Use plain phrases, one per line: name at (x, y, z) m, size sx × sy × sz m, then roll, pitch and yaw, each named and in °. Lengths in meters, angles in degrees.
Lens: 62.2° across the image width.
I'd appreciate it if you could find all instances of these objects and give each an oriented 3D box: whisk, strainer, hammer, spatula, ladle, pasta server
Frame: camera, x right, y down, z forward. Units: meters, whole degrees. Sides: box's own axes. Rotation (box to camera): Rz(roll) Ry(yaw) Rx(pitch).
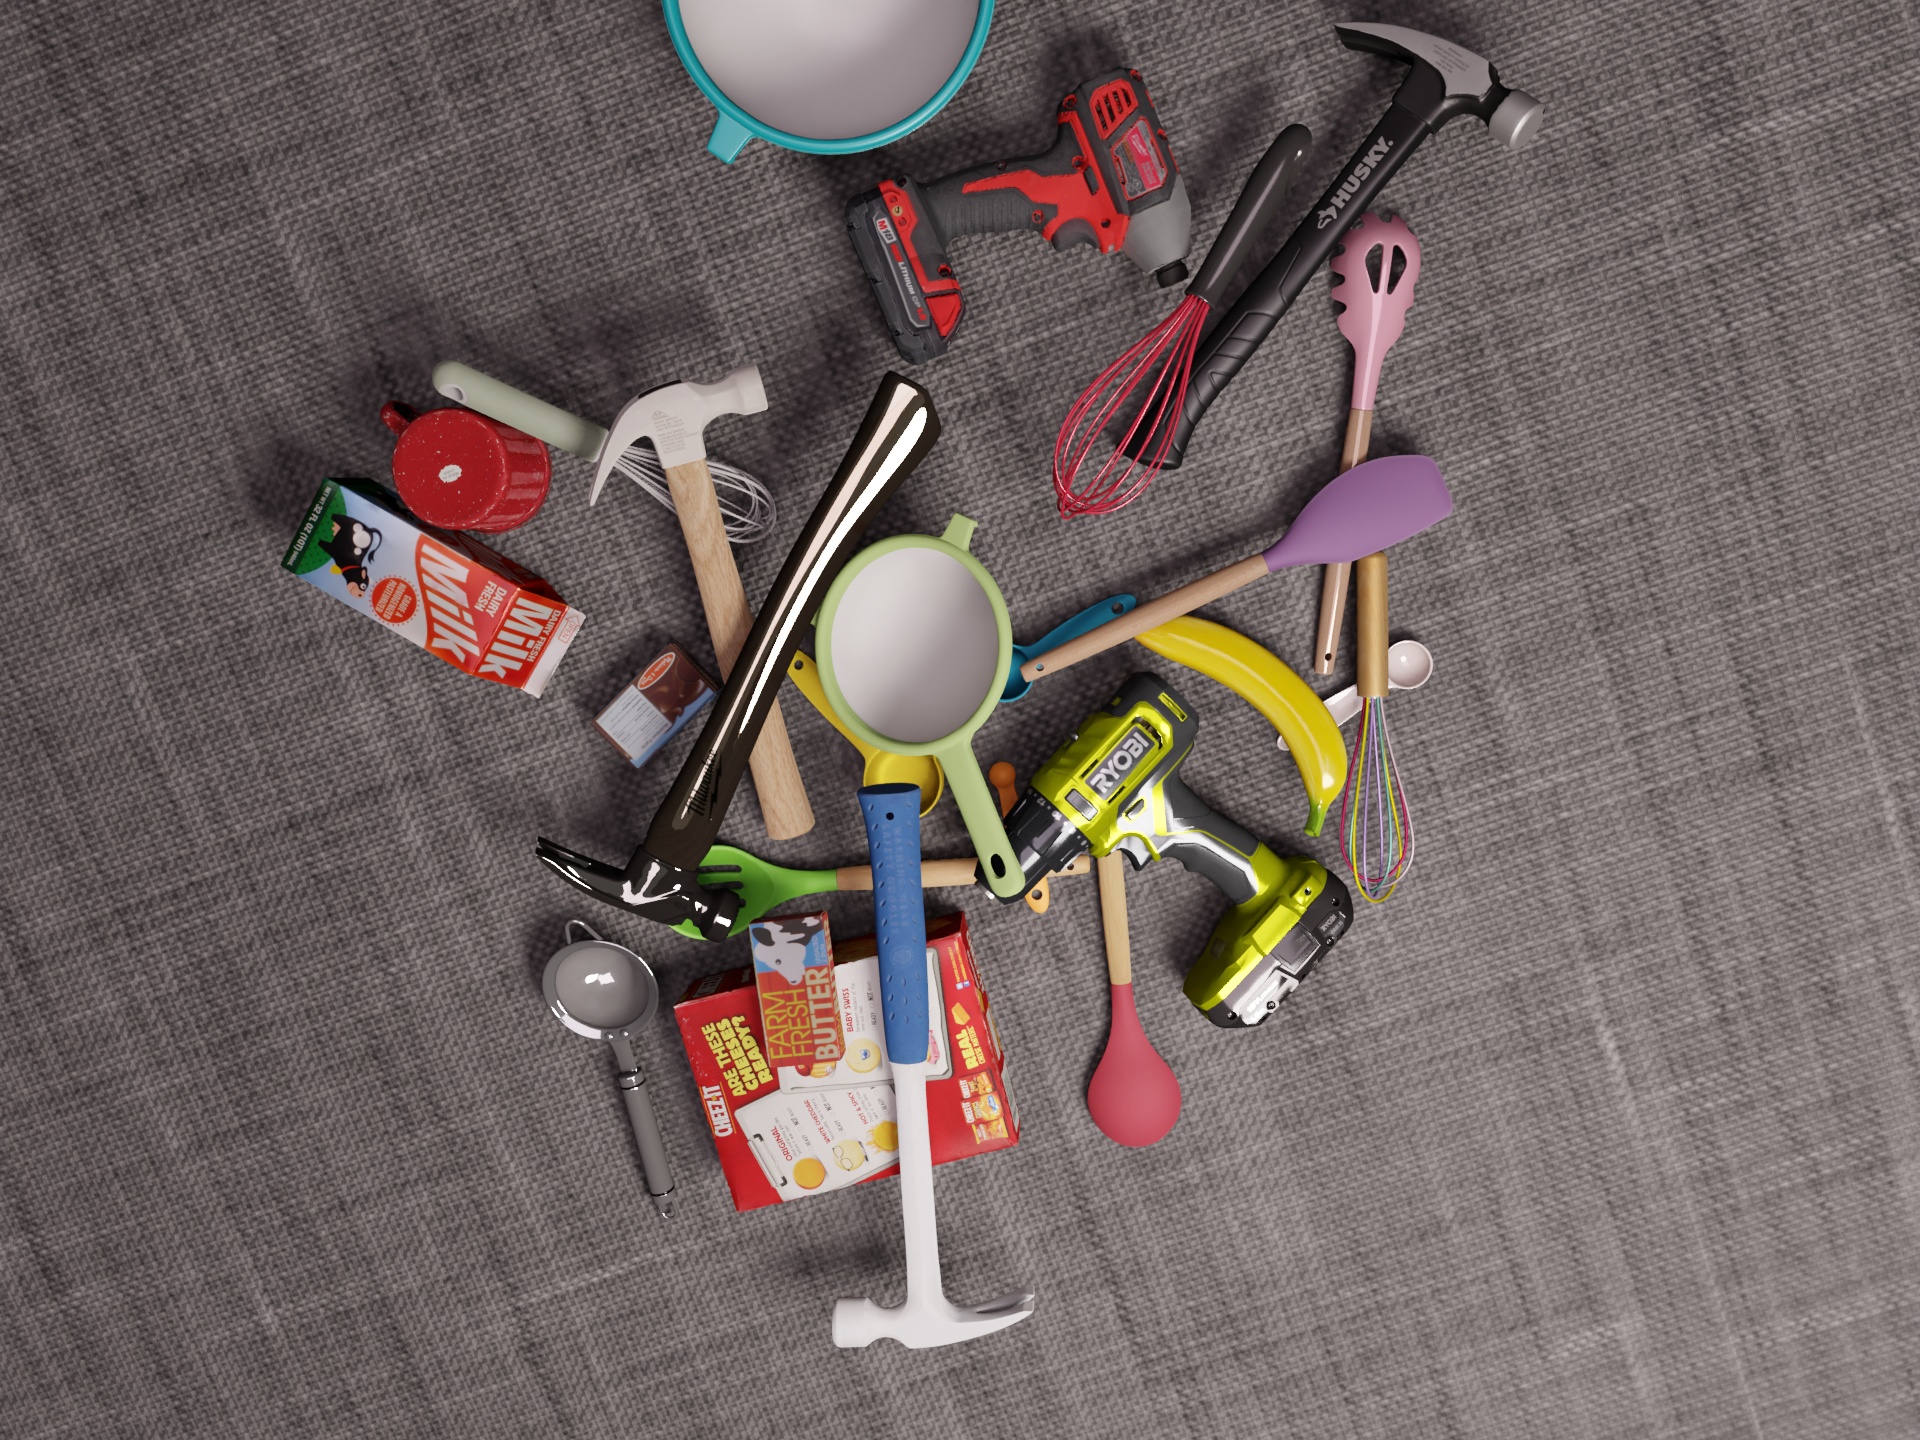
whisk at (0.147, -0.259, 1.045) m, size 0.073 × 0.073 × 0.296 m, roll 31°, pitch 96°, yaw -3°
strainer at (-0.002, -0.003, 1.093) m, size 0.151 × 0.069 × 0.256 m, roll -26°, pitch 82°, yaw 25°
strainer at (-0.020, -0.484, 1.031) m, size 0.340 × 0.095 × 0.211 m, roll -10°, pitch 101°, yaw 1°
hammer at (0.218, -0.307, 1.063) m, size 0.146 × 0.035 × 0.334 m, roll 45°, pitch 106°, yaw 21°
spatula at (0.185, -0.100, 1.095) m, size 0.316 × 0.018 × 0.060 m, roll -25°, pitch 95°, yaw 5°
ladle at (0.116, 0.165, 1.160) m, size 0.069 × 0.031 × 0.315 m, roll -6°, pitch 97°, yaw 3°
whisk at (-0.237, -0.184, 1.077) m, size 0.246 × 0.058 × 0.059 m, roll 23°, pitch 59°, yaw -21°
whisk at (0.289, 0.005, 1.109) m, size 0.047 × 0.051 × 0.245 m, roll -1°, pitch 92°, yaw -9°
pasta server at (0.272, -0.188, 1.102) m, size 0.060 × 0.040 × 0.316 m, roll 6°, pitch 103°, yaw 1°
hammer at (-0.138, -0.048, 1.068) m, size 0.146 × 0.038 × 0.410 m, roll 25°, pitch 102°, yaw -19°
hammer at (-0.029, 0.243, 1.095) m, size 0.144 × 0.035 × 0.405 m, roll -3°, pitch 101°, yaw 3°
strainer at (-0.247, 0.257, 1.179) m, size 0.087 × 0.050 × 0.258 m, roll -10°, pitch 104°, yaw 9°
hammer at (-0.160, -0.067, 1.092) m, size 0.130 × 0.031 × 0.331 m, roll -16°, pitch 112°, yaw -7°

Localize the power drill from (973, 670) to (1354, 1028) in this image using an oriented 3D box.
power drill at (0.140, 0.106, 1.109) m, size 0.228 × 0.080 × 0.190 m, roll 43°, pitch 87°, yaw -6°

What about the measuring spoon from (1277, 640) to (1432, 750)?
measuring spoon at (0.279, -0.016, 1.135) m, size 0.124 × 0.018 × 0.034 m, roll -34°, pitch 89°, yaw 13°

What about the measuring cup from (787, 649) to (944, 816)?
measuring cup at (-0.072, 0.006, 1.147) m, size 0.062 × 0.029 × 0.156 m, roll -43°, pitch 83°, yaw 7°

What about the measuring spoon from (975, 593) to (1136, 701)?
measuring spoon at (0.068, -0.055, 1.135) m, size 0.128 × 0.021 × 0.042 m, roll -30°, pitch 92°, yaw -3°

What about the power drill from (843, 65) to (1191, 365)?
power drill at (0.044, -0.327, 1.064) m, size 0.219 × 0.078 × 0.143 m, roll -23°, pitch 98°, yaw 2°

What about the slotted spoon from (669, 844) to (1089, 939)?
slotted spoon at (-0.063, 0.116, 1.154) m, size 0.314 × 0.031 × 0.070 m, roll -4°, pitch 99°, yaw 3°

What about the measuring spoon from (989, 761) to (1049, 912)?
measuring spoon at (0.044, 0.086, 1.156) m, size 0.021 × 0.011 × 0.117 m, roll -16°, pitch 98°, yaw 4°
